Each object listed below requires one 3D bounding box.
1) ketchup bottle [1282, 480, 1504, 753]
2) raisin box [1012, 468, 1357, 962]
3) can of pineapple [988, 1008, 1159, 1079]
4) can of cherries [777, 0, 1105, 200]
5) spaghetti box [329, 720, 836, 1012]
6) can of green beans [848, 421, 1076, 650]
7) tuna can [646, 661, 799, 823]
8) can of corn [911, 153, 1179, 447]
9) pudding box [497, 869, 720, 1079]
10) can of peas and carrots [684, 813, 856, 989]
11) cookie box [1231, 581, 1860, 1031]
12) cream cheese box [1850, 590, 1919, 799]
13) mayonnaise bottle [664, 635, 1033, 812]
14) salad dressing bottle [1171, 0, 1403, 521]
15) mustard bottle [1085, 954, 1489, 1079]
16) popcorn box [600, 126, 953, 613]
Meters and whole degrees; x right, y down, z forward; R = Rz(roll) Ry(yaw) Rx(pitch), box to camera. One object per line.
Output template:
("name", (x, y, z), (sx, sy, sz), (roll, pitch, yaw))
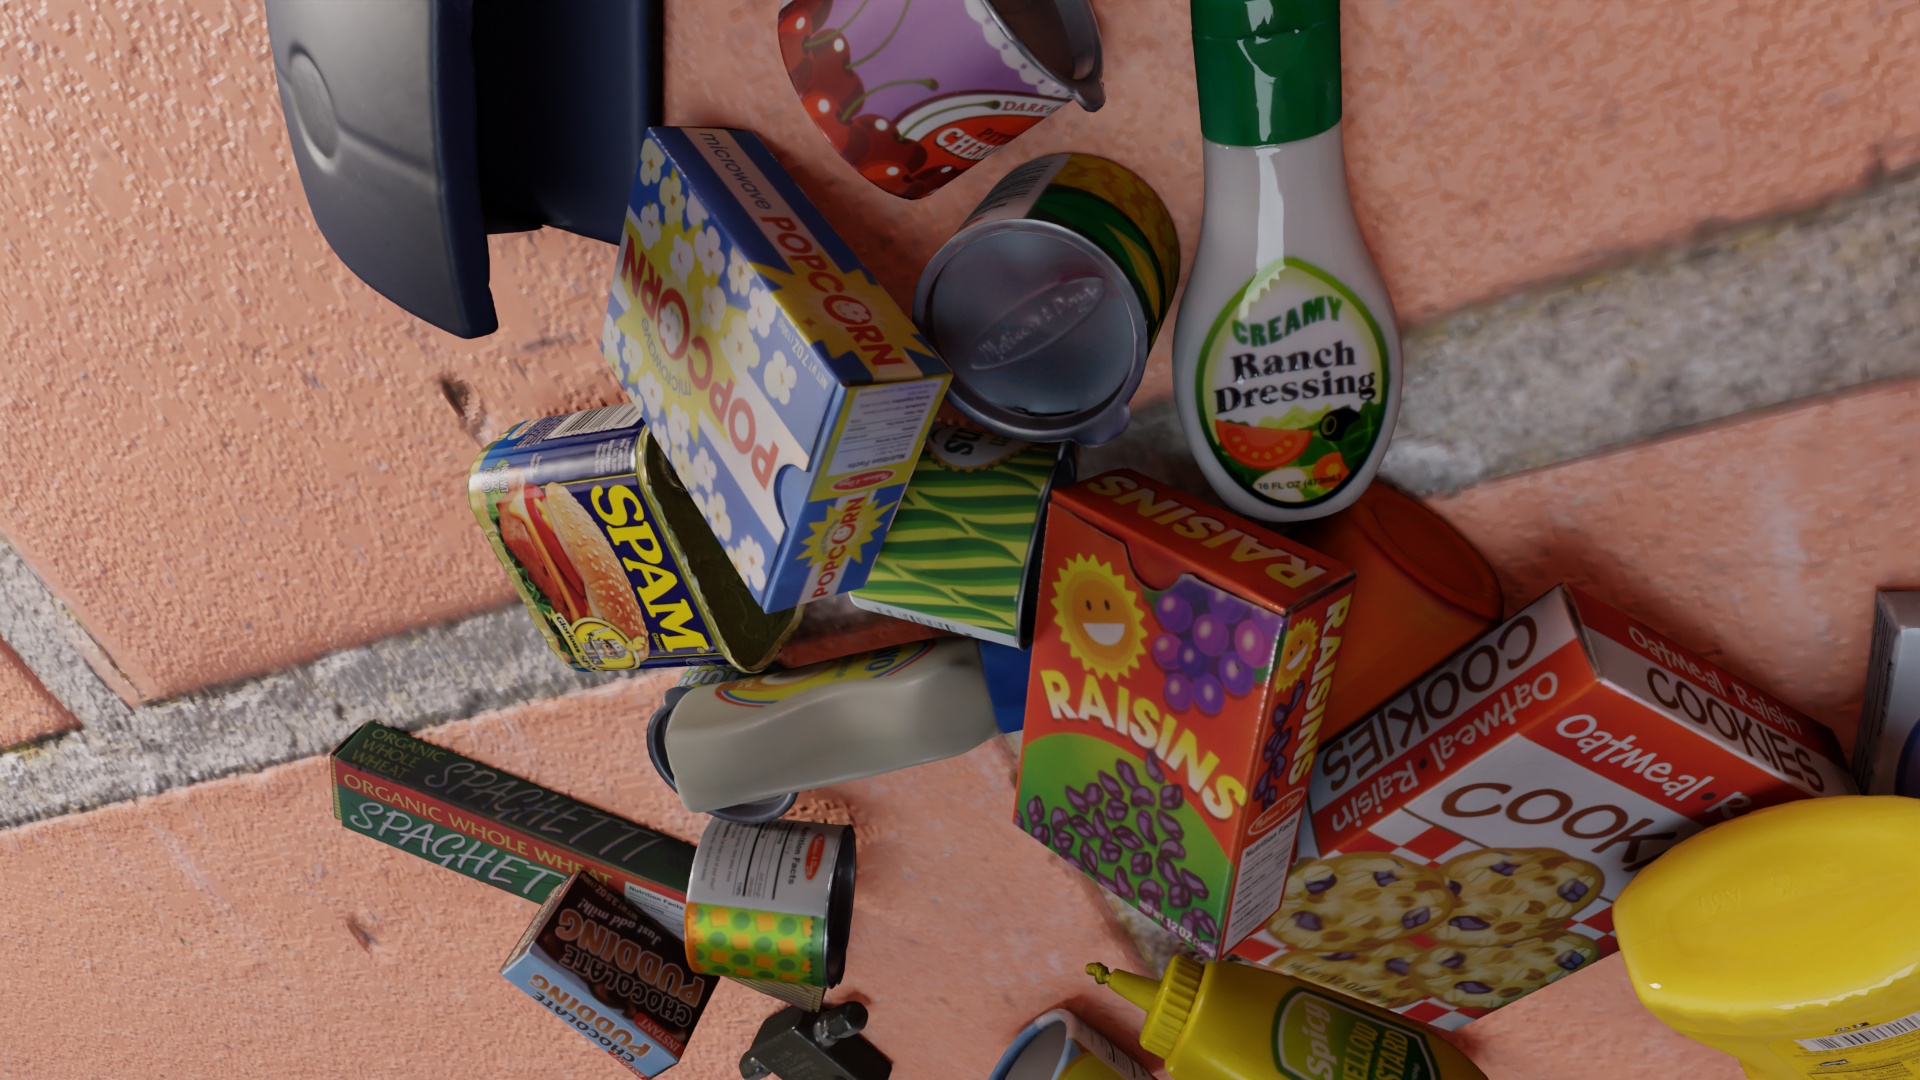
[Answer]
("ketchup bottle", (0.103, 0.046, 0.459), (0.065, 0.044, 0.148), (33, 128, -9))
("raisin box", (0.062, 0.051, 0.419), (0.086, 0.040, 0.122), (29, 126, 38))
("can of pineapple", (0.048, 0.249, 0.601), (0.058, 0.071, 0.070), (40, 127, -7))
("can of cherries", (-0.004, -0.130, 0.363), (0.058, 0.072, 0.071), (-26, 111, 33))
("spaghetti box", (-0.174, 0.149, 0.641), (0.250, 0.029, 0.049), (19, 127, 7))
("can of green beans", (0.001, -0.003, 0.449), (0.058, 0.071, 0.071), (14, 126, 12))
("tuna can", (-0.091, 0.077, 0.559), (0.071, 0.033, 0.070), (10, 125, 14))
("can of corn", (0.028, -0.069, 0.399), (0.071, 0.058, 0.070), (10, 125, 14))
("pudding box", (-0.154, 0.192, 0.612), (0.083, 0.050, 0.030), (42, 126, -11))
("can of peas and carrots", (-0.077, 0.151, 0.577), (0.059, 0.071, 0.070), (5, 125, 5))
("cookie box", (0.173, 0.094, 0.446), (0.123, 0.040, 0.166), (25, 130, -22))
("cream cheese box", (0.297, 0.061, 0.409), (0.053, 0.024, 0.103), (0, 122, 22))
("mayonnaise bottle", (-0.025, 0.058, 0.490), (0.148, 0.065, 0.041), (-13, 99, 4))
("salad dressing bottle", (0.087, -0.078, 0.380), (0.064, 0.044, 0.147), (-7, 121, 9))
("mustard bottle", (0.123, 0.203, 0.547), (0.160, 0.066, 0.048), (22, 132, 10))
("popcorn box", (-0.061, -0.054, 0.414), (0.127, 0.038, 0.084), (53, 135, 31))
